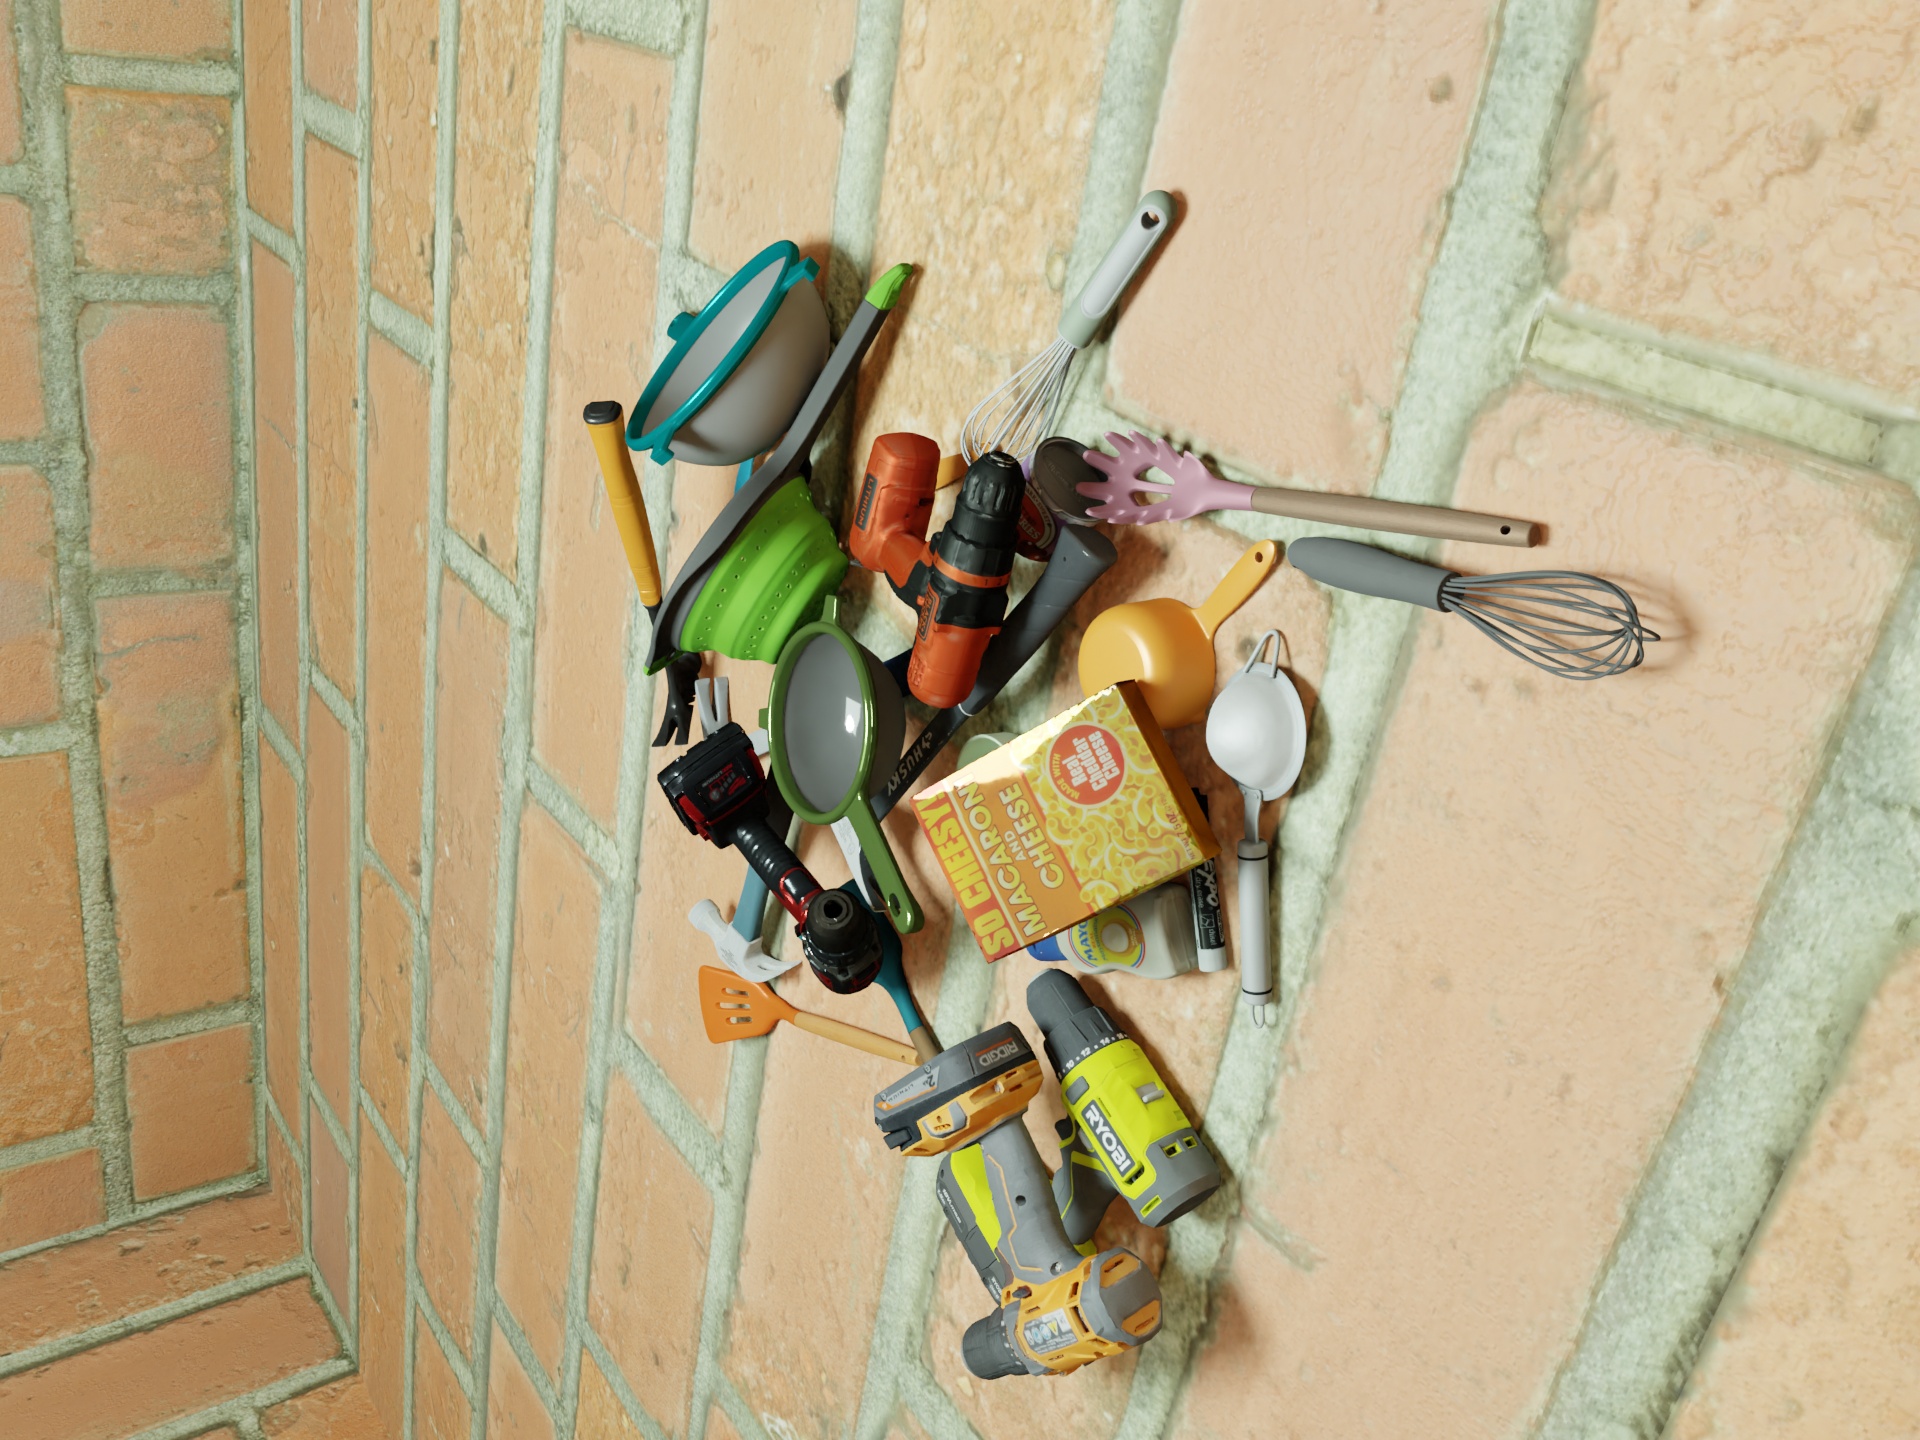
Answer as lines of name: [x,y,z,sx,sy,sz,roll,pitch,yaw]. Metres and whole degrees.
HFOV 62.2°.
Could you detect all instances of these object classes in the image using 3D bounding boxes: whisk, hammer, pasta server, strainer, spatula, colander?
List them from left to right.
hammer: [-0.283,-0.131,1.415,0.127,0.034,0.336,-90,-5,-47]
strainer: [-0.191,-0.300,1.355,0.211,0.095,0.341,-51,25,3]
hammer: [-0.177,0.117,1.437,0.128,0.033,0.330,42,136,24]
spatula: [-0.142,0.283,1.463,0.323,0.041,0.081,3,102,51]
colander: [-0.116,-0.176,1.281,0.094,0.204,0.397,35,114,1]
hammer: [-0.124,-0.011,1.377,0.405,0.035,0.144,-22,81,52]
strainer: [-0.061,0.043,1.159,0.151,0.069,0.257,-54,50,39]
spatula: [-0.031,0.280,1.315,0.082,0.044,0.318,-40,65,19]
hammer: [-0.002,-0.004,1.160,0.408,0.036,0.149,-50,52,46]
whisk: [0.070,-0.251,1.063,0.058,0.059,0.246,35,130,-3]
strainer: [0.182,0.073,0.996,0.087,0.050,0.258,19,116,60]
pasta server: [0.192,-0.129,0.937,0.316,0.040,0.060,18,97,48]
whisk: [0.264,-0.069,0.854,0.239,0.055,0.055,26,118,52]

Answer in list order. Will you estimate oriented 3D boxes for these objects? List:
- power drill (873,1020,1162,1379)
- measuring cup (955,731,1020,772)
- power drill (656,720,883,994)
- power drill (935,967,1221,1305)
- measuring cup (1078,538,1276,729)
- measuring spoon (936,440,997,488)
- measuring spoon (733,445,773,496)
power drill: [0.025,0.346,1.109,0.185,0.084,0.226,-42,70,43]
measuring cup: [0.038,0.090,1.188,0.083,0.038,0.167,4,103,52]
power drill: [-0.143,0.112,1.265,0.227,0.080,0.187,50,167,16]
power drill: [0.072,0.310,1.162,0.191,0.080,0.228,56,134,27]
measuring cup: [0.136,-0.057,1.012,0.095,0.052,0.173,63,142,22]
measuring spoon: [-0.005,-0.190,1.206,0.117,0.011,0.021,-11,90,57]
measuring spoon: [-0.184,-0.229,1.428,0.042,0.021,0.128,58,147,26]
